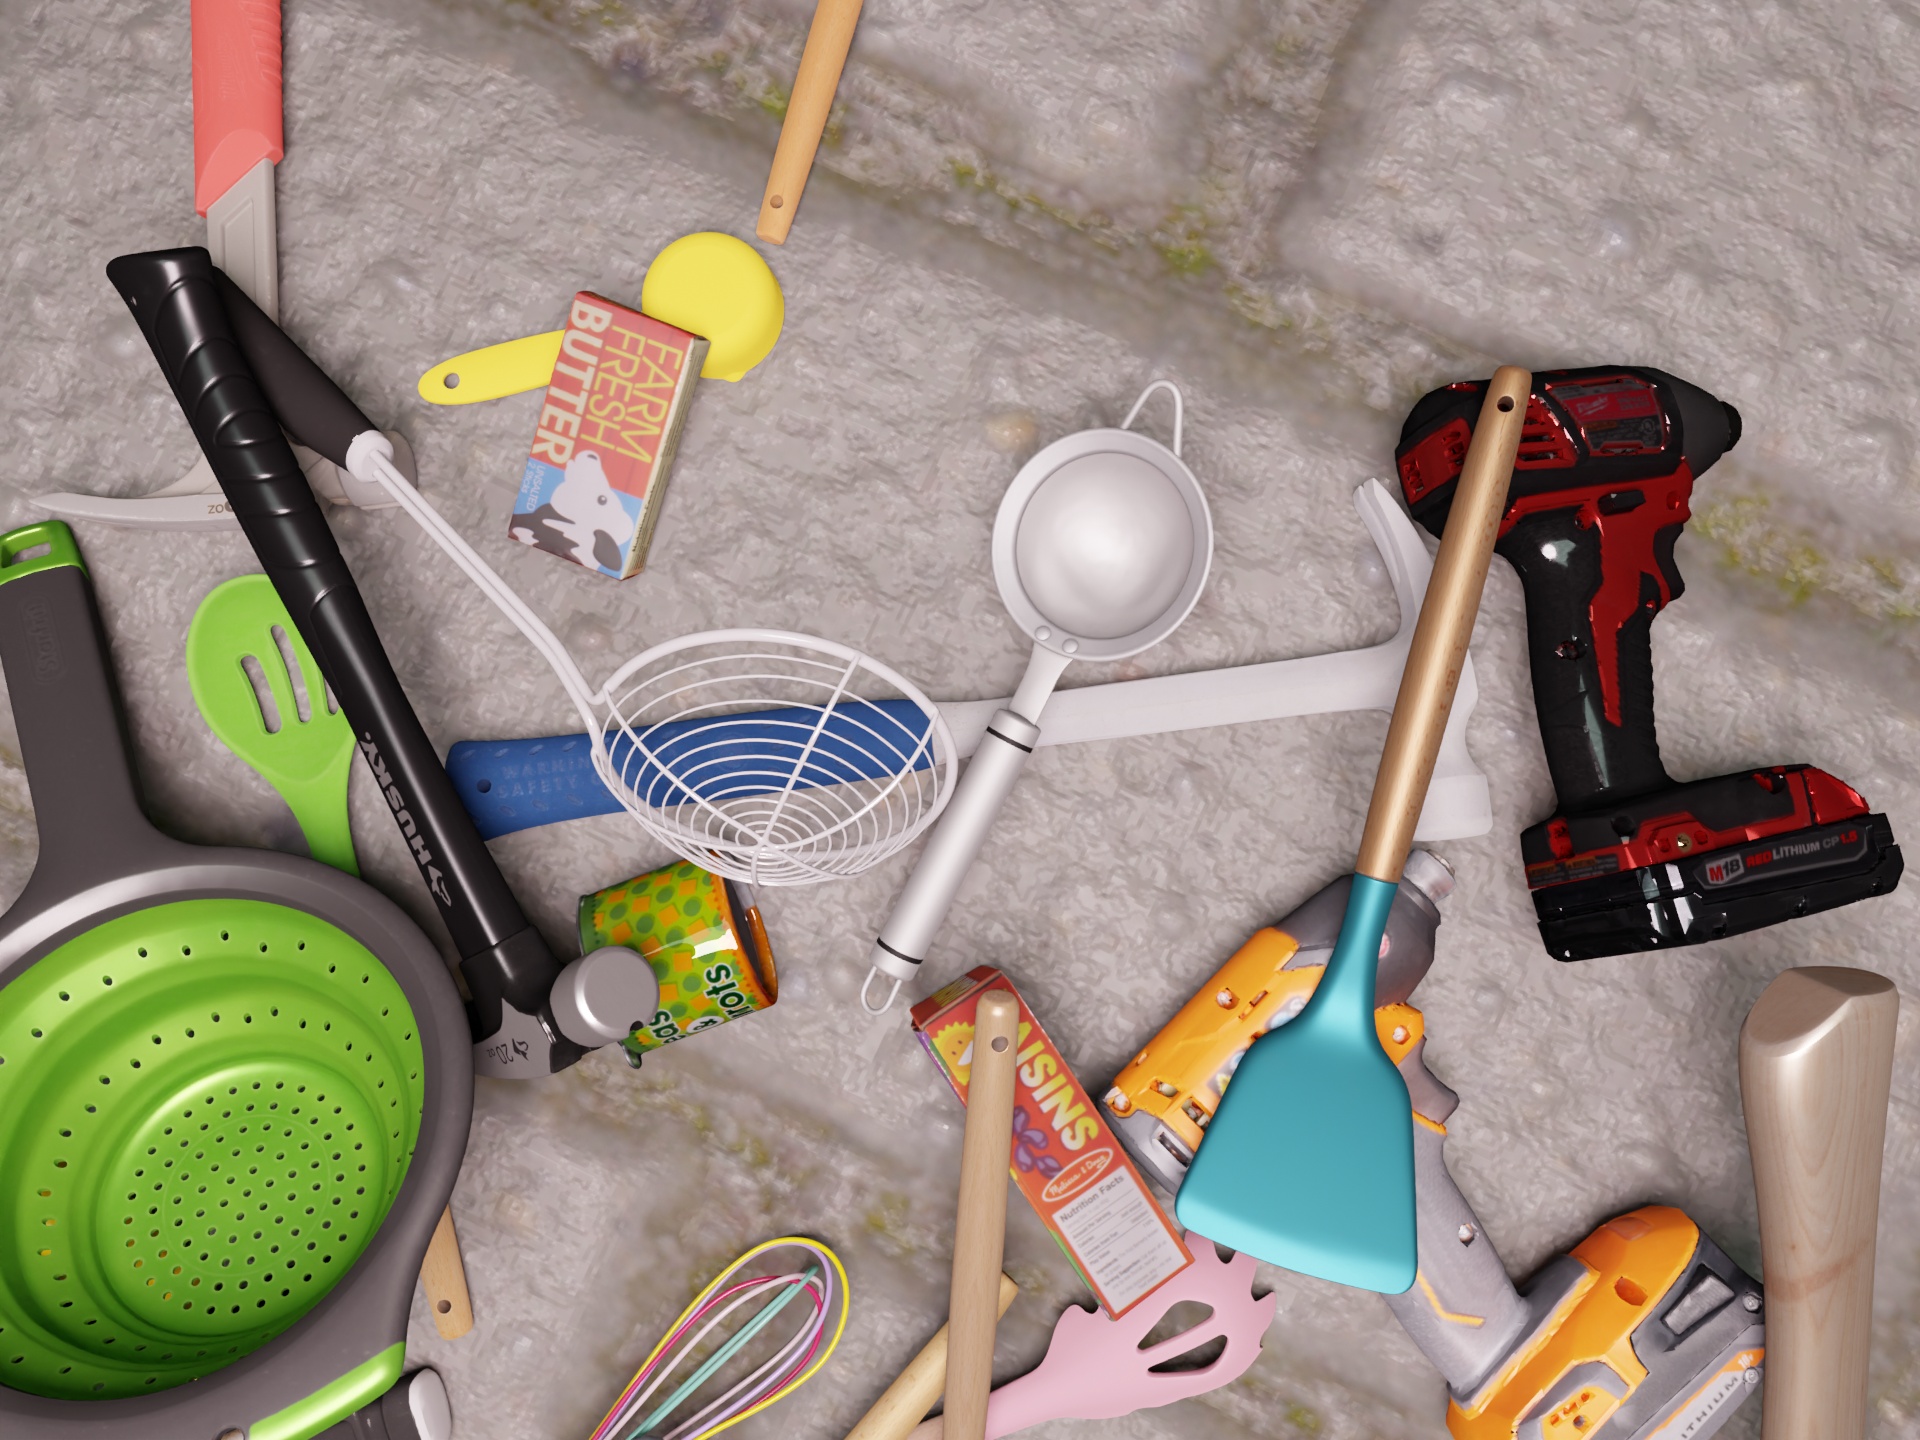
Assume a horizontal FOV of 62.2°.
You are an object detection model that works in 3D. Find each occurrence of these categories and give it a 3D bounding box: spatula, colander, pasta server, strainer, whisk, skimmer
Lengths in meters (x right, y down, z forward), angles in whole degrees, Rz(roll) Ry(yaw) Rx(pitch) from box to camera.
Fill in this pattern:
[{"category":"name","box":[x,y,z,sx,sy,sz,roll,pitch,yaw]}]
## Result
[{"category":"spatula","box":[0.153,0.030,0.550,0.082,0.044,0.317,15,91,13]},{"category":"colander","box":[-0.302,0.091,0.598,0.204,0.094,0.397,-21,61,-15]},{"category":"pasta server","box":[-0.024,0.285,0.621,0.316,0.040,0.060,-25,86,4]},{"category":"strainer","box":[0.023,-0.004,0.595,0.087,0.050,0.258,29,94,22]},{"category":"whisk","box":[-0.139,0.289,0.598,0.245,0.051,0.047,-41,94,-10]},{"category":"spatula","box":[-0.031,-0.353,0.666,0.081,0.041,0.322,17,91,3]},{"category":"skimmer","box":[-0.159,-0.071,0.595,0.363,0.127,0.090,43,51,16]}]

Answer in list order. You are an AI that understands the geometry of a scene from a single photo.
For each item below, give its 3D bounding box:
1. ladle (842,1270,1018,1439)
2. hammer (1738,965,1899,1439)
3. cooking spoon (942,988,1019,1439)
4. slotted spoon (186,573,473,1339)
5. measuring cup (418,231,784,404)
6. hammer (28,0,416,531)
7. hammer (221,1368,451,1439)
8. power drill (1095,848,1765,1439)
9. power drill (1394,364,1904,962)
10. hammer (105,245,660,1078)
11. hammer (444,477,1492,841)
[{"category":"ladle","box":[-0.086,0.325,0.573,0.315,0.031,0.069,-48,117,-10]},{"category":"hammer","box":[0.293,0.283,0.541,0.146,0.038,0.410,-3,100,-15]},{"category":"cooking spoon","box":[0.003,0.241,0.573,0.068,0.017,0.318,2,109,-5]},{"category":"slotted spoon","box":[-0.243,0.094,0.640,0.070,0.031,0.314,-16,88,1]},{"category":"measuring cup","box":[-0.150,-0.158,0.651,0.156,0.029,0.062,-16,86,-1]},{"category":"hammer","box":[-0.310,-0.259,0.661,0.149,0.036,0.359,-4,86,2]},{"category":"hammer","box":[-0.218,0.432,0.611,0.127,0.034,0.337,-18,86,0]},{"category":"power drill","box":[0.185,0.167,0.595,0.226,0.084,0.164,44,87,7]},{"category":"power drill","box":[0.259,-0.030,0.601,0.143,0.078,0.220,-10,80,-20]},{"category":"hammer","box":[-0.225,-0.022,0.583,0.035,0.146,0.335,-27,90,-43]},{"category":"hammer","box":[-0.001,-0.002,0.633,0.405,0.035,0.144,-7,86,1]}]
